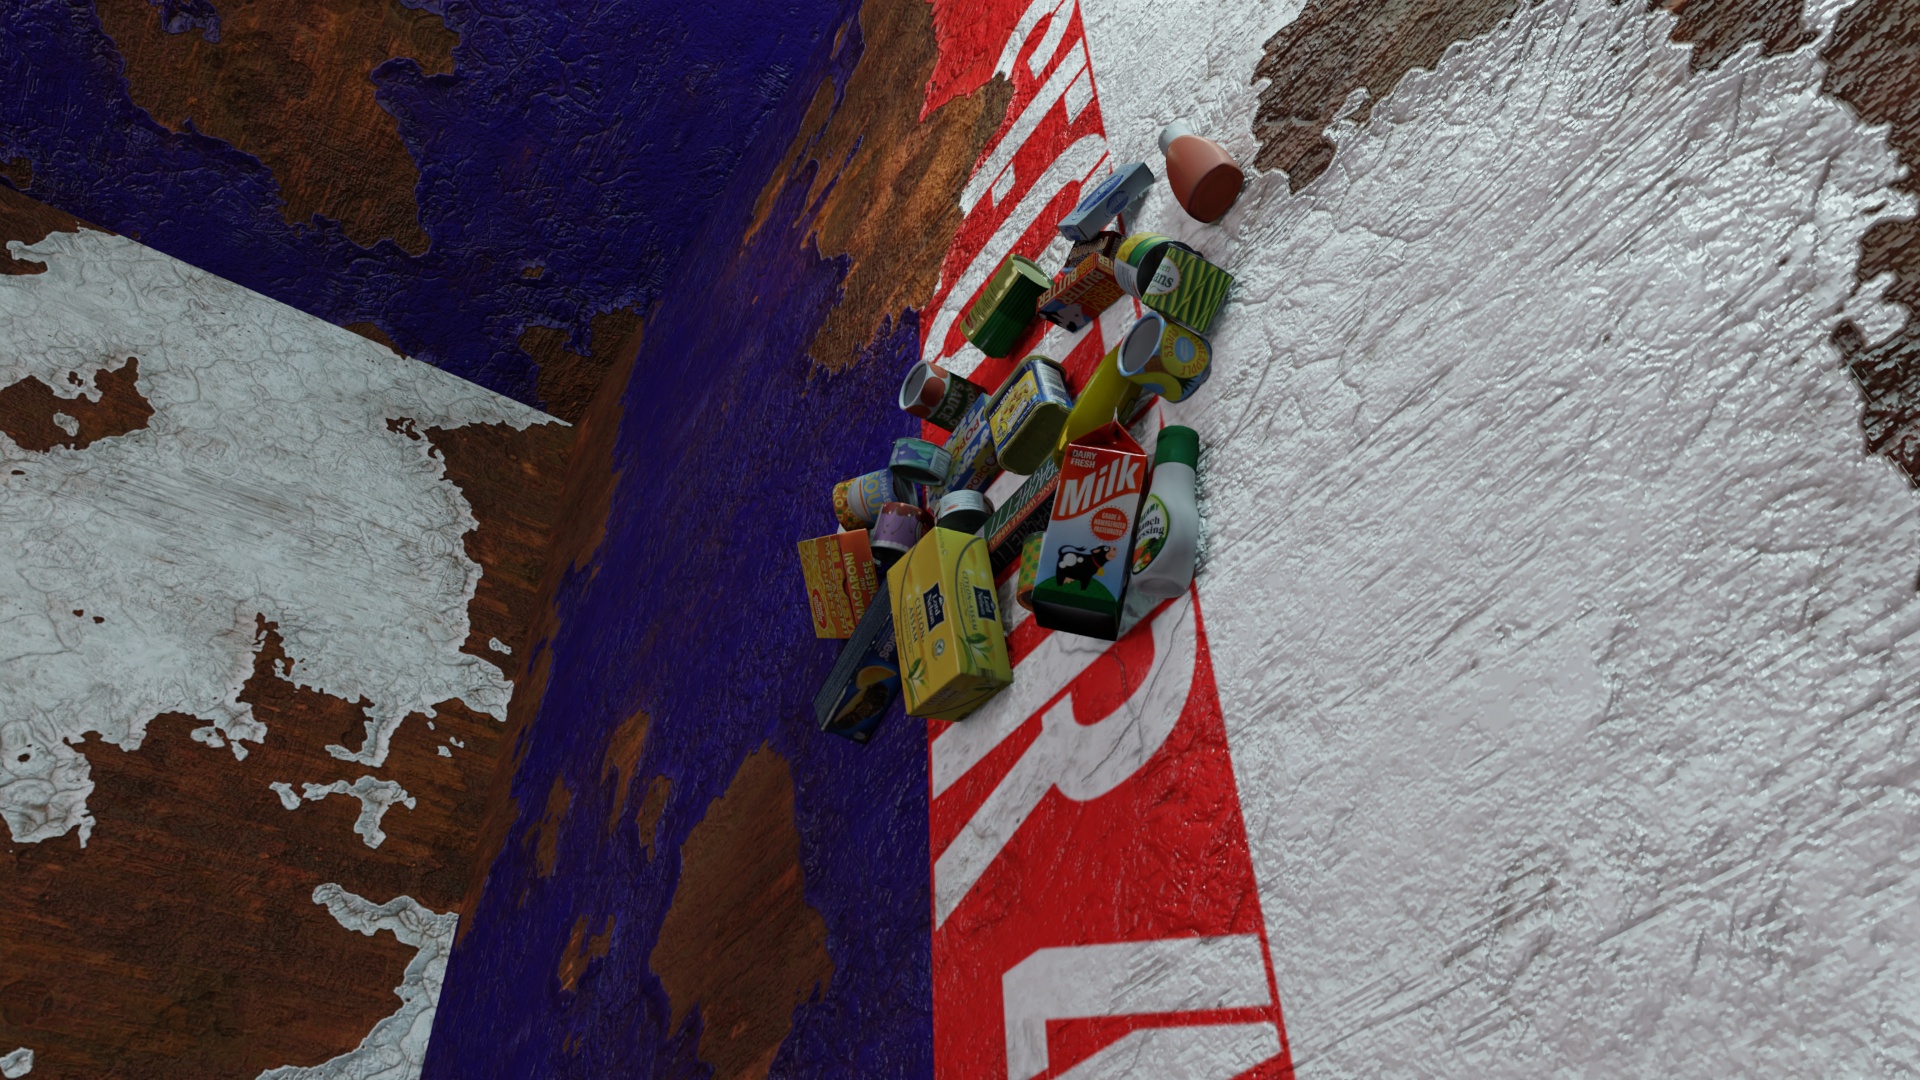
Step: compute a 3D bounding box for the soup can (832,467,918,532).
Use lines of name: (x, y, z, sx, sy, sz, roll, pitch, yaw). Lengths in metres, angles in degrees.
soup can: (-0.104, -0.049, 1.669, 0.083, 0.071, 0.072, -17, 46, 18)

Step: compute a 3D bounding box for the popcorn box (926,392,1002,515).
popcorn box: (0.010, -0.091, 1.561, 0.126, 0.038, 0.085, -52, 27, 28)

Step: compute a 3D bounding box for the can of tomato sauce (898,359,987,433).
can of tomato sauce: (-0.020, -0.167, 1.633, 0.071, 0.083, 0.071, -45, 32, 39)

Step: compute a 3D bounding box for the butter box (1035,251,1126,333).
butter box: (0.130, -0.259, 1.456, 0.103, 0.053, 0.024, -33, 43, 49)

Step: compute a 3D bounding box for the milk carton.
milk carton: (0.119, -0.017, 1.211, 0.072, 0.073, 0.191, 73, -150, -65)

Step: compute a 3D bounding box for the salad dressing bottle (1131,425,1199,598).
salad dressing bottle: (0.177, -0.026, 1.172, 0.064, 0.044, 0.148, -39, 35, 57)

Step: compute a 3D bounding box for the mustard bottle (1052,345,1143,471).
mustard bottle: (0.141, -0.135, 1.317, 0.160, 0.049, 0.065, -61, -12, -15)

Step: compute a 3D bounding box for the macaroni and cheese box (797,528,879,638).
macaroni and cheese box: (-0.142, 0.054, 1.646, 0.166, 0.040, 0.123, 170, 88, -68)

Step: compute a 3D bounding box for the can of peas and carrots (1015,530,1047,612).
can of peas and carrots: (0.086, 0.032, 1.275, 0.070, 0.071, 0.059, -30, 43, 52)

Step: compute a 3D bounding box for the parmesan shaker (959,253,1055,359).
parmesan shaker: (0.056, -0.267, 1.594, 0.102, 0.071, 0.071, -51, 29, 28)

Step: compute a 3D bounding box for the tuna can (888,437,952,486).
tuna can: (-0.047, -0.087, 1.539, 0.071, 0.071, 0.033, -10, 61, 61)

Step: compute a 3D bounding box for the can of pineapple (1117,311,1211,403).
can of pineapple: (0.185, -0.167, 1.261, 0.070, 0.058, 0.071, -44, 33, 39)

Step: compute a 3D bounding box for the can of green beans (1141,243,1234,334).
can of green beans: (0.206, -0.228, 1.264, 0.057, 0.071, 0.071, -62, 25, 9)

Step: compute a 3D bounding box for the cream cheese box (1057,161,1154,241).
cream cheese box: (0.155, -0.362, 1.489, 0.104, 0.024, 0.053, -44, 22, -8)

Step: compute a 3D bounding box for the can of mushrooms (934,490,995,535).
can of mushrooms: (0.005, -0.019, 1.478, 0.070, 0.071, 0.034, -48, 31, 34)

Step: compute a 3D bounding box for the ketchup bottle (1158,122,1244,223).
ketchup bottle: (0.230, -0.369, 1.367, 0.064, 0.043, 0.149, -52, 28, 25)

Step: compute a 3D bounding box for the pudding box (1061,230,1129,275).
pudding box: (0.147, -0.303, 1.488, 0.049, 0.030, 0.084, -66, 25, 0)

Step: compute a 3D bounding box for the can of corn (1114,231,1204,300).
can of corn: (0.190, -0.260, 1.328, 0.071, 0.071, 0.058, -61, 25, 11)

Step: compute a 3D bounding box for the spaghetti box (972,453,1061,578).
spaghetti box: (0.051, -0.011, 1.422, 0.249, 0.028, 0.050, -45, 33, 37)

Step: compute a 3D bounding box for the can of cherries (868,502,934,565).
can of cherries: (-0.066, -0.005, 1.607, 0.071, 0.071, 0.058, -19, 51, 58)
